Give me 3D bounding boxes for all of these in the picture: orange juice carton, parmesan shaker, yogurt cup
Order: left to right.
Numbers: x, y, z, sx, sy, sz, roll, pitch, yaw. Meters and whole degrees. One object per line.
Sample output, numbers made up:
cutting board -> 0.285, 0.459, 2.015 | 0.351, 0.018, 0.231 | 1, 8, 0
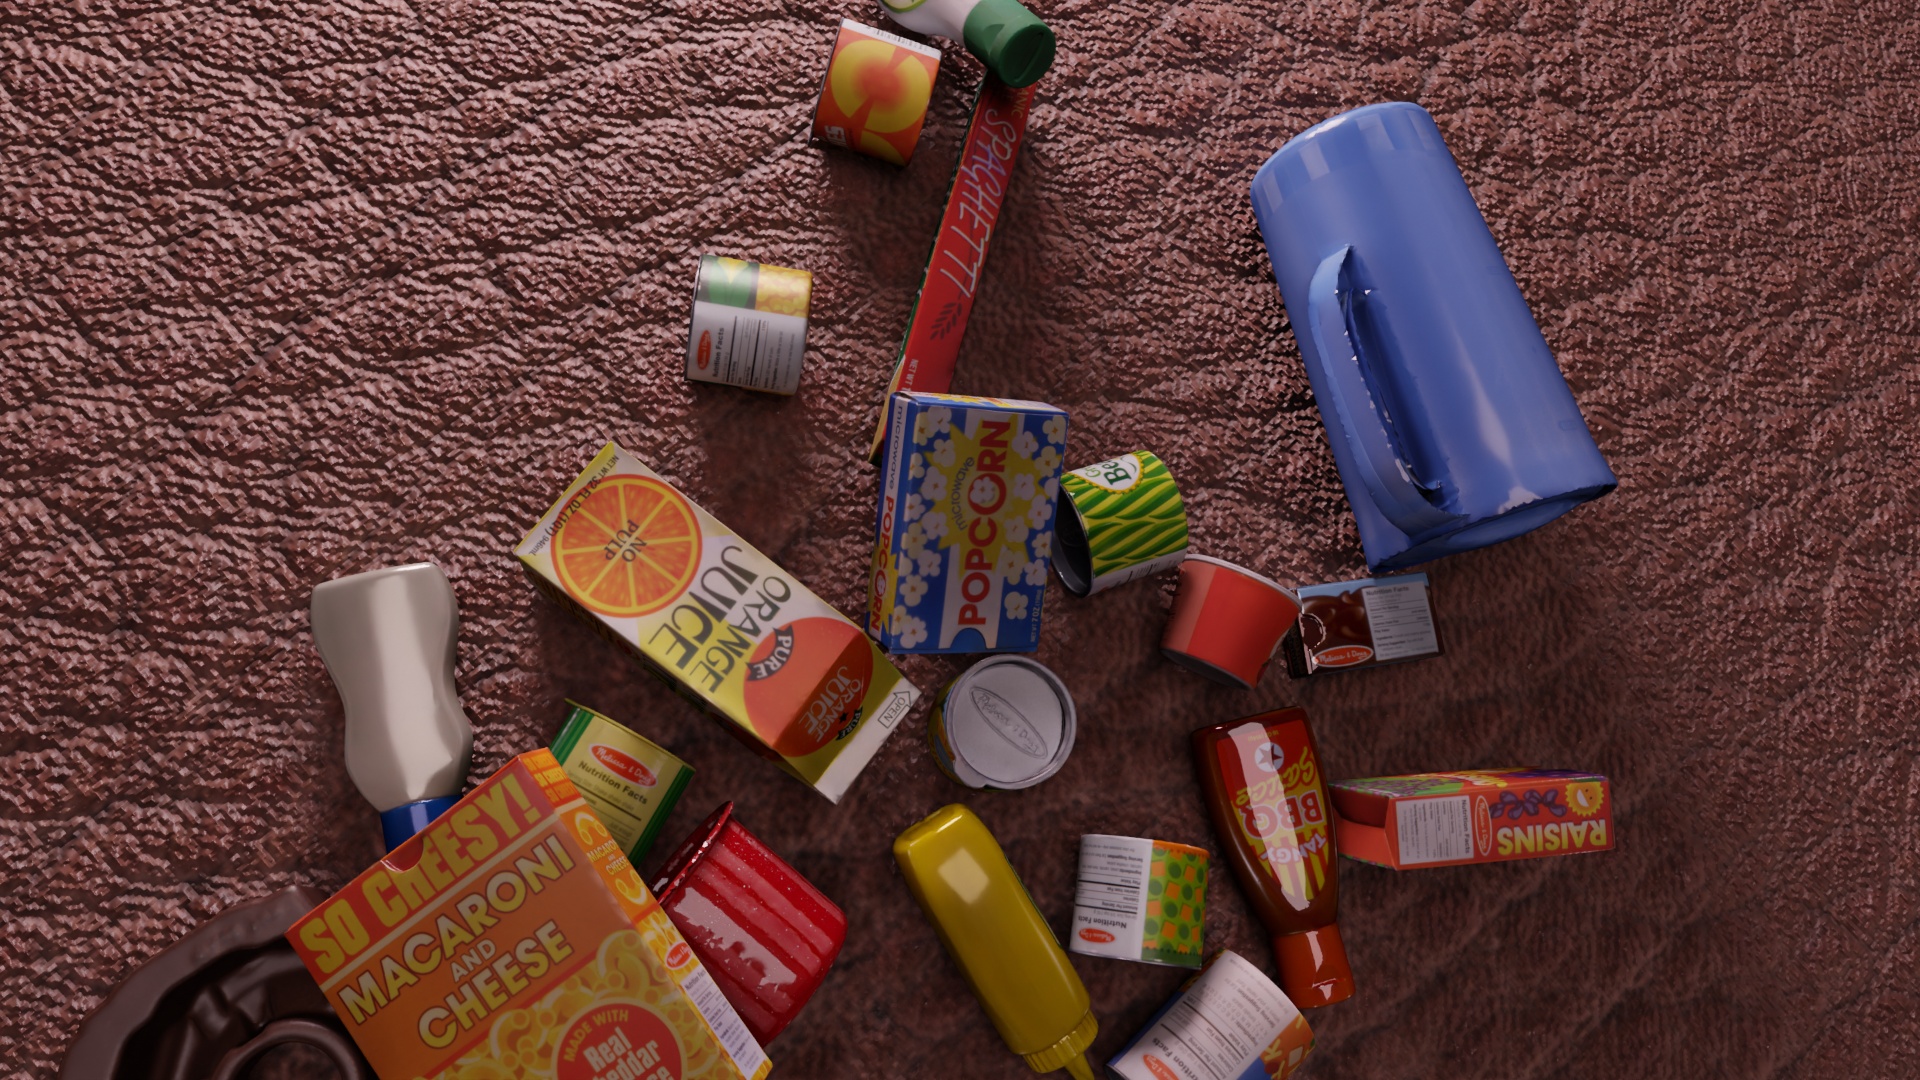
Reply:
parmesan shaker -> -0.181, 0.135, 0.648 | 0.071, 0.071, 0.103 | 30, 74, -4
orange juice carton -> -0.116, 0.044, 0.678 | 0.193, 0.073, 0.072 | 37, 73, -2
yogurt cup -> 0.140, 0.045, 0.738 | 0.072, 0.072, 0.054 | 26, 82, -5

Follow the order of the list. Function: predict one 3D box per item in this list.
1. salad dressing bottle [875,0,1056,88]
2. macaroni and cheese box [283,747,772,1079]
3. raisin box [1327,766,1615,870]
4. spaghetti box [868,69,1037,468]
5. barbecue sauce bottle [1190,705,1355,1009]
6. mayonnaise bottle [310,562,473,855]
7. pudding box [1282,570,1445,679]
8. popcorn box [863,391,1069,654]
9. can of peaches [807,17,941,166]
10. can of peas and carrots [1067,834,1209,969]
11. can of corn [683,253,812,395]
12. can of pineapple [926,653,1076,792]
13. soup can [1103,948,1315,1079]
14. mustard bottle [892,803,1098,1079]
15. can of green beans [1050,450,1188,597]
salad dressing bottle -> -0.003, -0.299, 0.762 | 0.044, 0.064, 0.148 | 3, 38, -45
macaroni and cheese box -> -0.177, 0.189, 0.572 | 0.124, 0.040, 0.166 | -37, 85, 1
raisin box -> 0.261, 0.143, 0.727 | 0.123, 0.086, 0.040 | -2, 84, -12
spaghetti box -> -0.001, -0.157, 0.761 | 0.029, 0.050, 0.250 | 18, 74, -9
barbecue sauce bottle -> 0.168, 0.165, 0.725 | 0.065, 0.043, 0.148 | -12, 80, -10
mayonnaise bottle -> -0.262, 0.088, 0.655 | 0.065, 0.041, 0.148 | -12, 81, -12
pudding box -> 0.221, 0.047, 0.770 | 0.084, 0.030, 0.050 | -7, 80, -13
popcorn box -> 0.002, -0.009, 0.700 | 0.085, 0.038, 0.126 | 2, 101, -27
can of peaches -> -0.047, -0.243, 0.764 | 0.058, 0.071, 0.071 | 15, 75, -9
can of peas and carrots -> 0.091, 0.181, 0.695 | 0.071, 0.070, 0.059 | 10, 75, -9
can of corn -> -0.110, -0.113, 0.721 | 0.058, 0.071, 0.071 | 8, 76, -11
can of pineapple -> 0.018, 0.095, 0.702 | 0.071, 0.057, 0.071 | 3, 77, -11
soup can -> 0.123, 0.256, 0.685 | 0.084, 0.071, 0.071 | -40, 88, -18
mustard bottle -> 0.026, 0.206, 0.678 | 0.049, 0.065, 0.160 | -32, 91, -11
can of green beans -> 0.080, -0.009, 0.735 | 0.058, 0.071, 0.071 | -17, 82, -15
